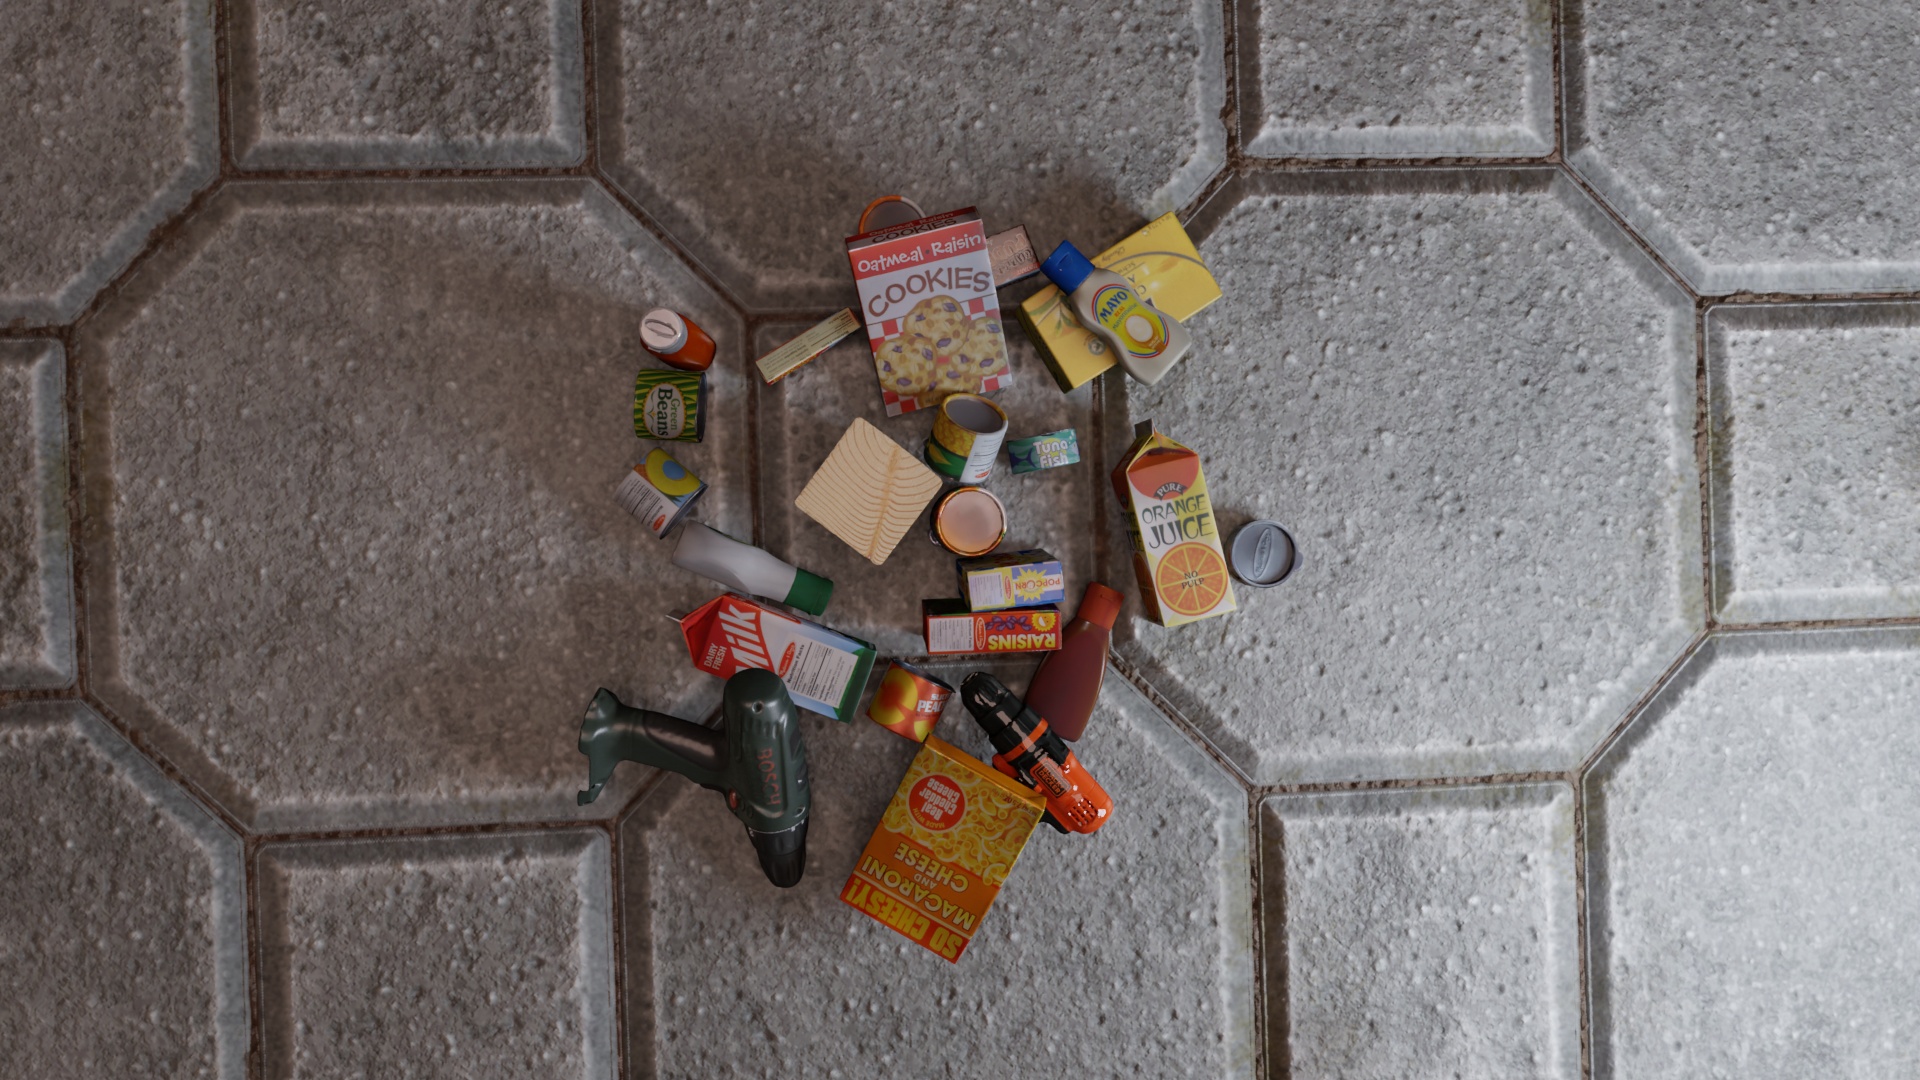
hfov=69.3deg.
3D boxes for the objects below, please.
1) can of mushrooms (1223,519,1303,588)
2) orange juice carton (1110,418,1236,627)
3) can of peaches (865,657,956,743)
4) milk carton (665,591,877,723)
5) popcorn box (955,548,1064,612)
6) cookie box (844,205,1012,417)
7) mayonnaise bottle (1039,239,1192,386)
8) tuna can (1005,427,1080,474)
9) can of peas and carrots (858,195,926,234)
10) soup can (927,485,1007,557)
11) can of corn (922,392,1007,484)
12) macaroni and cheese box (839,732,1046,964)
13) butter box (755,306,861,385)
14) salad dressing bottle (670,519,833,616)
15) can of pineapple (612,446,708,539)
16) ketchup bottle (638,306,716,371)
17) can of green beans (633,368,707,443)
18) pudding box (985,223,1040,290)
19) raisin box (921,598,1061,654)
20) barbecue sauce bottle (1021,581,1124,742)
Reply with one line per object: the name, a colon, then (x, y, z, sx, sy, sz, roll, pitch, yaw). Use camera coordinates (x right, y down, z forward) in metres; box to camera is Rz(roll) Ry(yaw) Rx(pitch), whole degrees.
can of mushrooms: (0.291, 0.013, 1.339, 0.071, 0.033, 0.071, 0, 90, -5)
orange juice carton: (0.195, -0.020, 1.312, 0.073, 0.072, 0.192, -15, 92, -5)
can of peaches: (-0.046, 0.151, 1.294, 0.071, 0.071, 0.058, 27, 89, -4)
milk carton: (-0.178, 0.100, 1.282, 0.191, 0.072, 0.073, 21, 89, -5)
popcorn box: (0.043, 0.035, 1.272, 0.085, 0.127, 0.038, -6, 95, -4)
cookie box: (-0.028, -0.209, 1.273, 0.123, 0.040, 0.166, -15, 121, -4)
mayonnaise bottle: (0.136, -0.208, 1.253, 0.148, 0.041, 0.065, 42, 90, -5)
tuna can: (0.079, -0.084, 1.303, 0.071, 0.071, 0.033, -12, 93, -4)
can of peas and carrots: (-0.065, -0.282, 1.296, 0.071, 0.058, 0.071, 0, 90, -4)
soup can: (0.005, -0.016, 1.290, 0.071, 0.084, 0.071, 0, 91, -4)
can of corn: (0.003, -0.097, 1.289, 0.071, 0.071, 0.058, 18, 128, -4)
macaroni and cheese box: (-0.016, 0.276, 1.246, 0.124, 0.040, 0.166, 29, 100, 3)
butter box: (-0.142, -0.181, 1.294, 0.103, 0.053, 0.024, -32, 96, -3)
salad dressing bottle: (-0.192, 0.028, 1.289, 0.148, 0.064, 0.044, 23, 72, -13)
can of pineapple: (-0.276, -0.045, 1.278, 0.058, 0.071, 0.071, 40, 88, -4)
ketchup bottle: (-0.256, -0.180, 1.236, 0.065, 0.149, 0.043, 20, 91, -4)
can of green beans: (-0.266, -0.124, 1.277, 0.058, 0.071, 0.071, 4, 90, -4)
pudding box: (0.029, -0.262, 1.318, 0.084, 0.030, 0.049, -21, 93, -4)
raisin box: (0.028, 0.077, 1.291, 0.123, 0.086, 0.040, -1, 97, -4)
barbecue sauce bottle: (0.111, 0.113, 1.320, 0.065, 0.043, 0.148, 23, 88, -2)
